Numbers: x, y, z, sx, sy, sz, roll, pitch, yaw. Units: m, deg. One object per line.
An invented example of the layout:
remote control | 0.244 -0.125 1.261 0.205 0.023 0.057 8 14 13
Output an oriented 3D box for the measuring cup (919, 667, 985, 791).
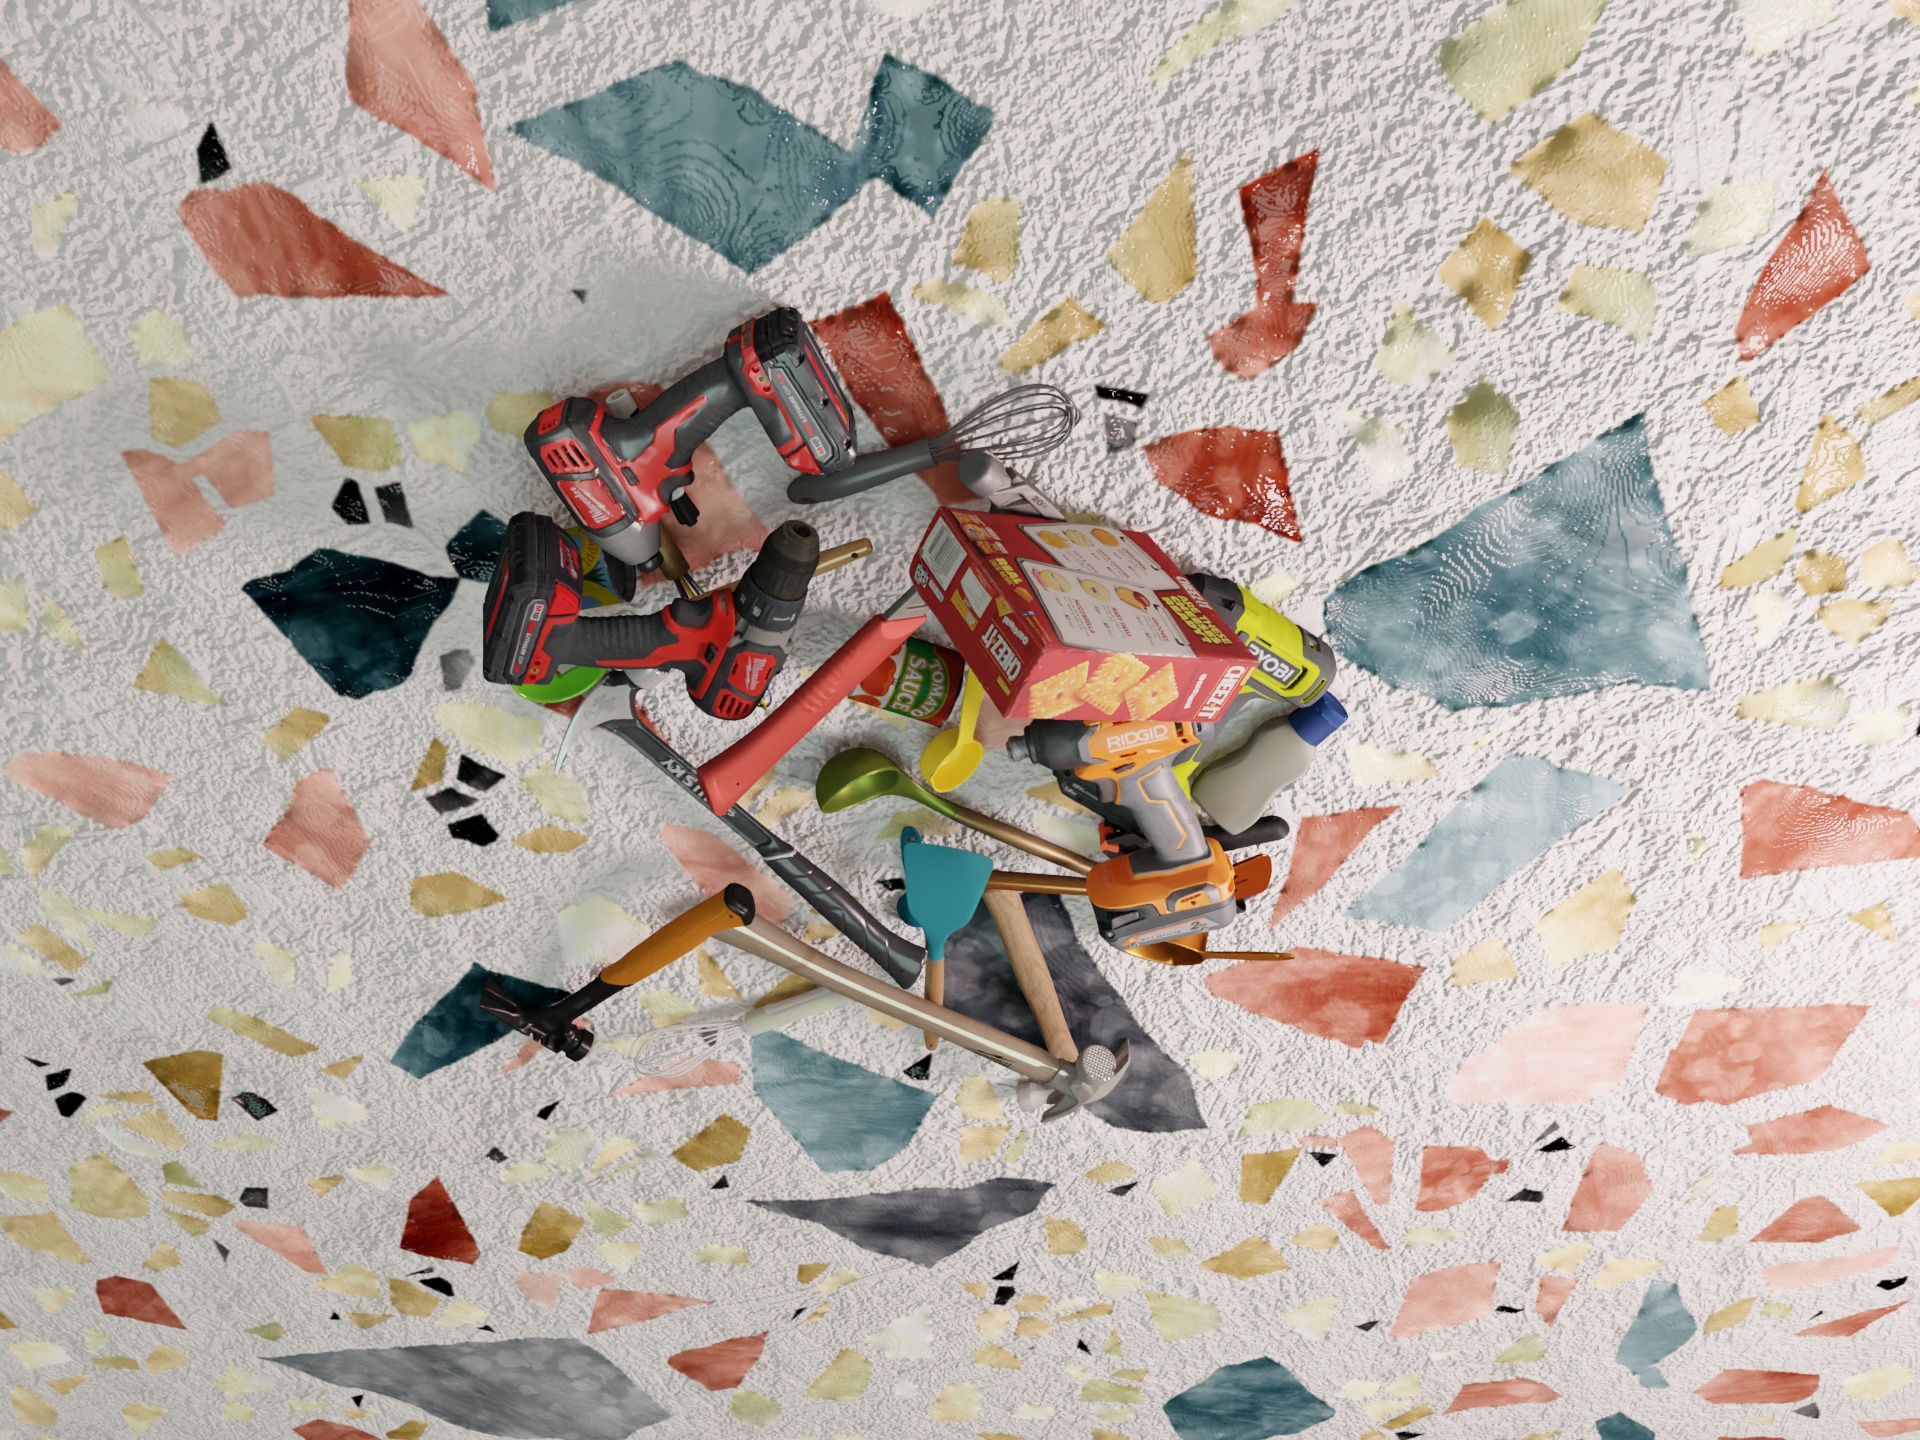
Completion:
measuring cup | -0.002 -0.004 1.354 0.062 0.029 0.156 -23 141 -34

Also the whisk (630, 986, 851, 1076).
whisk | -0.221 0.308 1.606 0.246 0.058 0.059 -20 117 9

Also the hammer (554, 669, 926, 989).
hammer | -0.181 0.110 1.417 0.149 0.036 0.408 -38 112 21

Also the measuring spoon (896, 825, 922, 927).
measuring spoon | -0.043 0.152 1.496 0.042 0.021 0.128 -3 130 2

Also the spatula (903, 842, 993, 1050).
spatula | -0.021 0.230 1.534 0.082 0.044 0.317 10 141 5

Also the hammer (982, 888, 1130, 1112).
hammer | 0.083 0.274 1.588 0.130 0.031 0.331 -13 127 10

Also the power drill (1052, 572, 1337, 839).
power drill | 0.180 -0.017 1.334 0.171 0.080 0.223 29 119 -21

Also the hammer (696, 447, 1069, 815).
hammer | -0.067 -0.053 1.241 0.359 0.037 0.149 -43 142 11

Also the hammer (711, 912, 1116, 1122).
hammer | -0.059 0.281 1.550 0.410 0.038 0.146 25 144 -6

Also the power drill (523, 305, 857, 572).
power drill | -0.193 -0.199 1.171 0.219 0.079 0.143 -22 124 10

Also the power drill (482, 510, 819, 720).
power drill | -0.225 -0.088 1.179 0.226 0.080 0.187 9 135 -26

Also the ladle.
ladle | 0.015 0.102 1.438 0.320 0.062 0.078 24 139 -21

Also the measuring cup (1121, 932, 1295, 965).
measuring cup | 0.227 0.193 1.476 0.174 0.052 0.095 -1 155 28

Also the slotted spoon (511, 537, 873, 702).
slotted spoon | -0.214 -0.085 1.258 0.314 0.031 0.070 -19 132 11

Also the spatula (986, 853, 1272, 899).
spatula | 0.119 0.144 1.451 0.322 0.041 0.081 3 150 11

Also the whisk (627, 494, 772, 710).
whisk | -0.220 -0.102 1.288 0.051 0.047 0.244 -20 121 15

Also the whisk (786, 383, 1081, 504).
whisk | -0.024 -0.203 1.203 0.239 0.055 0.055 -14 127 16

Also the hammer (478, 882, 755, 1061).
hammer | -0.321 0.233 1.525 0.337 0.034 0.127 -33 122 32

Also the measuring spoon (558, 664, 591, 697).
measuring spoon | -0.337 -0.046 1.342 0.034 0.018 0.124 -27 124 19

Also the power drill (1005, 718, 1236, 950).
power drill | 0.135 0.074 1.300 0.164 0.084 0.226 -13 118 4
